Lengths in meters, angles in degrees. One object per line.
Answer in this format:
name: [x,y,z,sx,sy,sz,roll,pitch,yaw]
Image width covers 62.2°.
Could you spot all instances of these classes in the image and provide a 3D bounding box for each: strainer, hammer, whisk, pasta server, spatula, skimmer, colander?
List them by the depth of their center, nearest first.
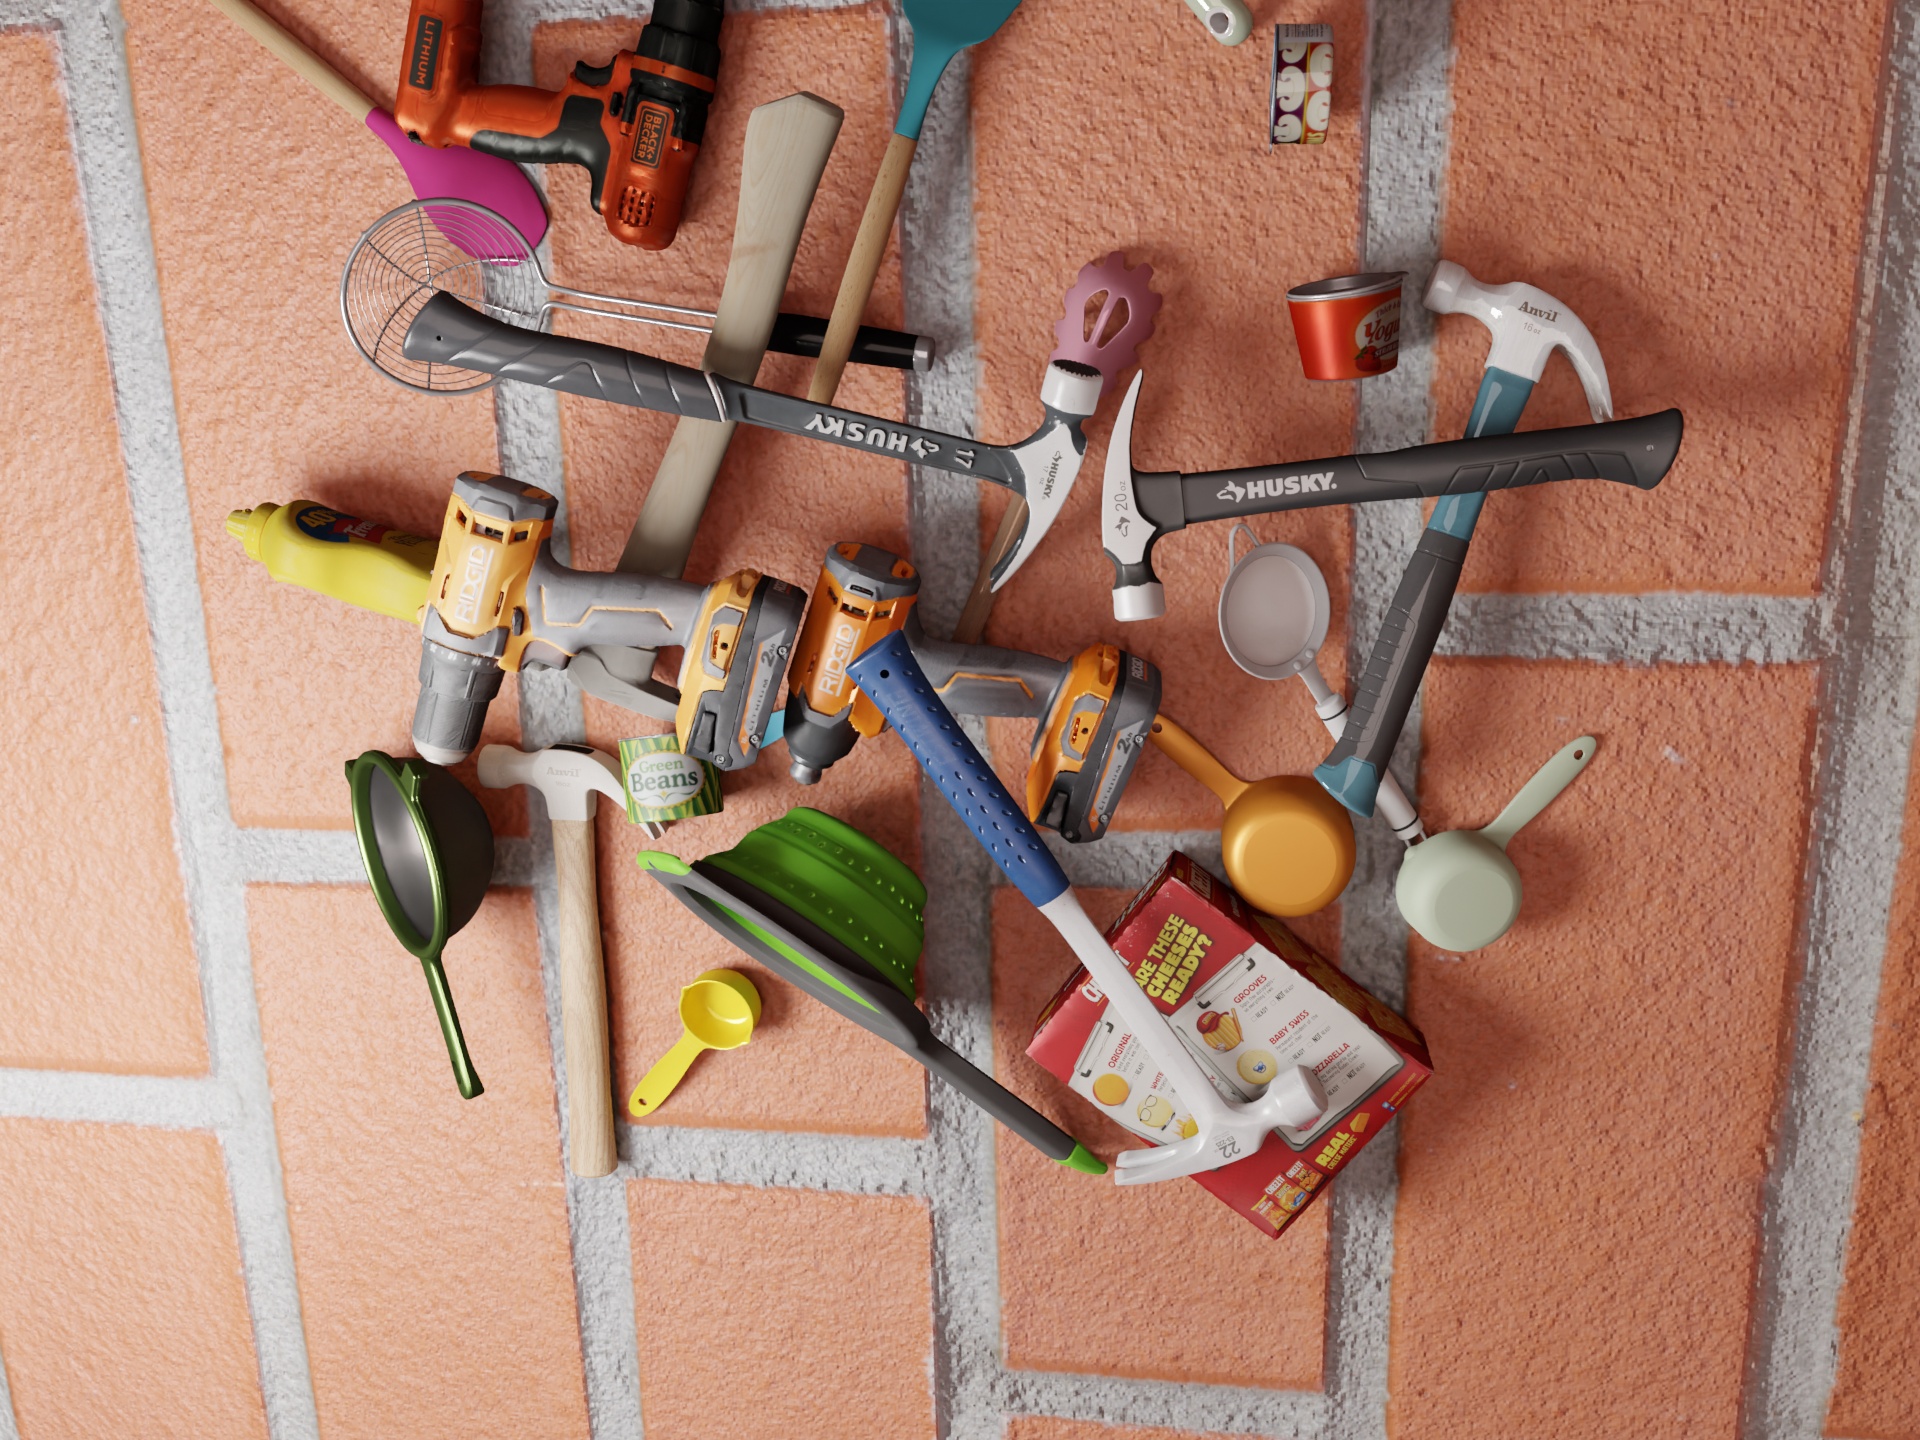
whisk: [0.086,-0.492,0.922,0.246,0.059,0.058,47,143,-8]
hammer: [0.248,-0.149,0.935,0.335,0.035,0.146,-6,97,8]
hammer: [-0.128,-0.186,0.961,0.409,0.036,0.149,12,117,-6]
hammer: [0.291,-0.100,0.970,0.128,0.033,0.331,20,99,3]
spatula: [-0.039,-0.328,0.971,0.082,0.044,0.317,21,103,2]
hammer: [0.059,0.121,0.995,0.144,0.035,0.405,-33,100,16]
hammer: [-0.150,-0.184,1.000,0.146,0.038,0.410,21,115,-9]
skimmer: [-0.201,-0.248,1.004,0.363,0.090,0.127,10,119,6]
strainer: [0.231,-0.015,1.017,0.087,0.050,0.258,-39,102,-18]
pasta server: [0.045,-0.147,1.025,0.060,0.040,0.316,25,111,3]
colander: [-0.030,0.172,1.080,0.396,0.204,0.094,39,72,-18]
strainer: [-0.355,0.137,1.122,0.151,0.069,0.256,-2,104,53]
hammer: [-0.273,0.179,1.156,0.130,0.031,0.331,2,105,10]

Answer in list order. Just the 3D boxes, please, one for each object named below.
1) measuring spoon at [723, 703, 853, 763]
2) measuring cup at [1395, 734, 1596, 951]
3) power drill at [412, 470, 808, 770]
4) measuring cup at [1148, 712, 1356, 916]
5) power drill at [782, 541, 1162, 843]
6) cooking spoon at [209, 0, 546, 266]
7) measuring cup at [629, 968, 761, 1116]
measuring spoon: [-0.124,0.002,1.097,0.128,0.021,0.042,-23,94,23]
measuring cup: [0.352,0.078,1.015,0.083,0.038,0.167,36,103,-14]
power drill: [-0.227,-0.037,0.996,0.226,0.084,0.185,18,103,-6]
measuring cup: [0.182,0.057,1.036,0.173,0.052,0.095,40,107,-4]
power drill: [-0.002,-0.003,1.025,0.226,0.084,0.164,20,112,-2]
cooking spoon: [-0.404,-0.410,1.036,0.319,0.017,0.068,39,107,-2]
measuring cup: [-0.199,0.238,1.167,0.062,0.029,0.156,39,119,-2]
